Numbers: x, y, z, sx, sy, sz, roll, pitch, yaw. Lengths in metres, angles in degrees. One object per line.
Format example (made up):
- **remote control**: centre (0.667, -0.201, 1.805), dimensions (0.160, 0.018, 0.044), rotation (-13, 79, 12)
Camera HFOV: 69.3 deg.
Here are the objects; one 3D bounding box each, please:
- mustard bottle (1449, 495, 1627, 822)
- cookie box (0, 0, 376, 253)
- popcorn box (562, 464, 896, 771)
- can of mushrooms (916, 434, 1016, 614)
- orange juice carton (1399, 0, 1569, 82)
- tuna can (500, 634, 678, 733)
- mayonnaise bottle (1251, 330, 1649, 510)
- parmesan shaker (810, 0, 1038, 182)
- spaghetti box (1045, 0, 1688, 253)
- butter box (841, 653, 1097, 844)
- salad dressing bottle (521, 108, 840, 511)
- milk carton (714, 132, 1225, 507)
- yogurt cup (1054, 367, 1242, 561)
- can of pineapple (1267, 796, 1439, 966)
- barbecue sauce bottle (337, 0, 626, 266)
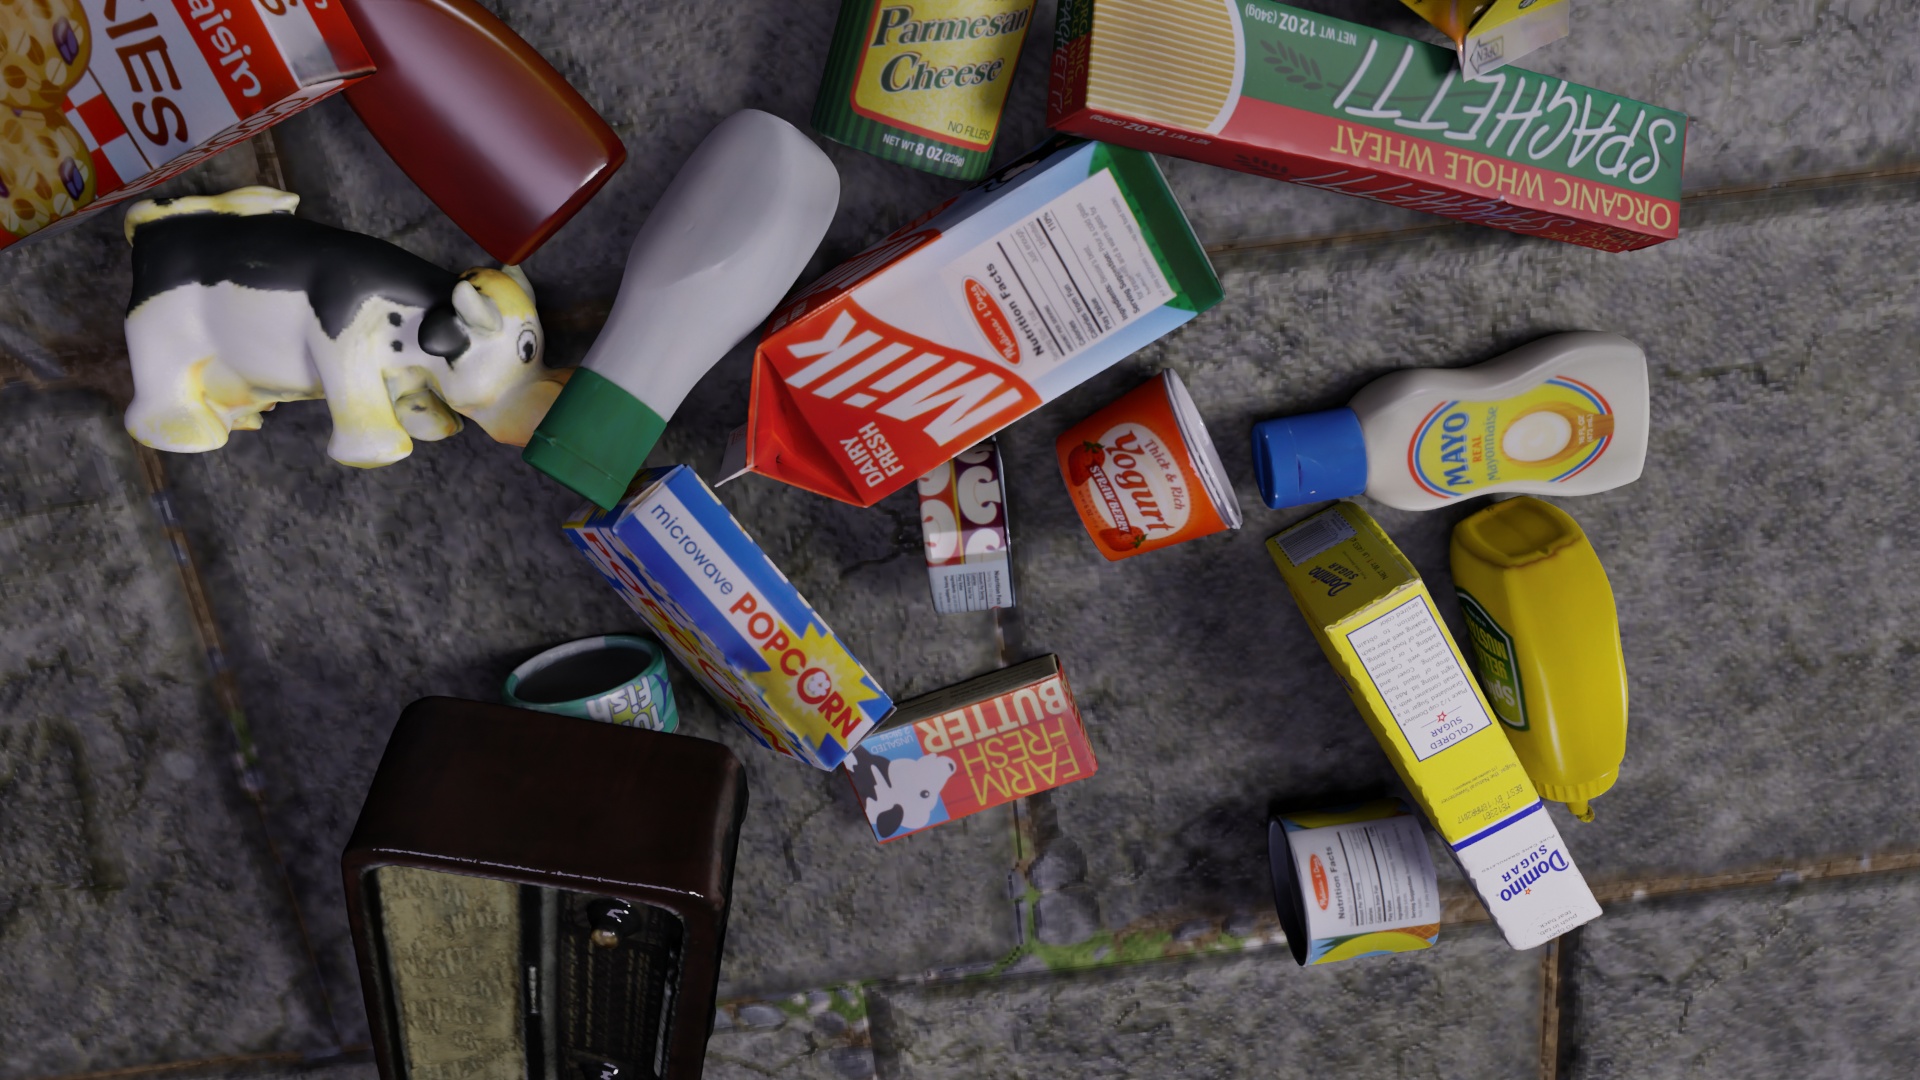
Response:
- **mustard bottle**: centre (0.248, 0.061, 0.584), dimensions (0.049, 0.065, 0.159), rotation (-22, 114, 1)
- **cookie box**: centre (-0.293, -0.179, 0.456), dimensions (0.167, 0.040, 0.122), rotation (-15, 111, 23)
- **popcorn box**: centre (-0.092, 0.029, 0.540), dimensions (0.038, 0.085, 0.126), rotation (-46, 110, -21)
- **can of mushrooms**: centre (0.002, -0.007, 0.546), dimensions (0.033, 0.071, 0.070), rotation (-7, 111, 1)
- **orange juice carton**: centre (0.169, -0.252, 0.444), dimensions (0.072, 0.073, 0.192), rotation (-30, 115, -34)
- **tuna can**: centre (-0.149, 0.067, 0.562), dimensions (0.071, 0.071, 0.032), rotation (-8, 111, 0)
- **mayonnaise bottle**: centre (0.193, -0.042, 0.553), dimensions (0.148, 0.041, 0.064), rotation (-10, 112, 0)
- **parmesan shaker**: centre (-0.005, -0.183, 0.479), dimensions (0.071, 0.071, 0.102), rotation (15, 109, -8)
- **spaghetti box**: centre (0.149, -0.145, 0.479), dimensions (0.250, 0.028, 0.050), rotation (5, 89, -21)
- **butter box**: centre (0.003, 0.090, 0.603), dimensions (0.103, 0.024, 0.053), rotation (-19, 110, 4)
- **salad dressing bottle**: centre (-0.099, -0.081, 0.492), dimensions (0.148, 0.064, 0.044), rotation (-58, 143, -9)
- **milk carton**: centre (-0.008, -0.078, 0.515), dimensions (0.190, 0.072, 0.073), rotation (-30, 109, 7)
- **yogurt cup**: centre (0.072, -0.027, 0.542), dimensions (0.054, 0.073, 0.072), rotation (-24, 110, 15)
- **can of pineapple**: centre (0.171, 0.150, 0.612), dimensions (0.058, 0.071, 0.070), rotation (-8, 111, 1)
- **barbecue sauce bottle**: centre (-0.192, -0.170, 0.487), dimensions (0.065, 0.044, 0.148), rotation (-41, 106, 12)
